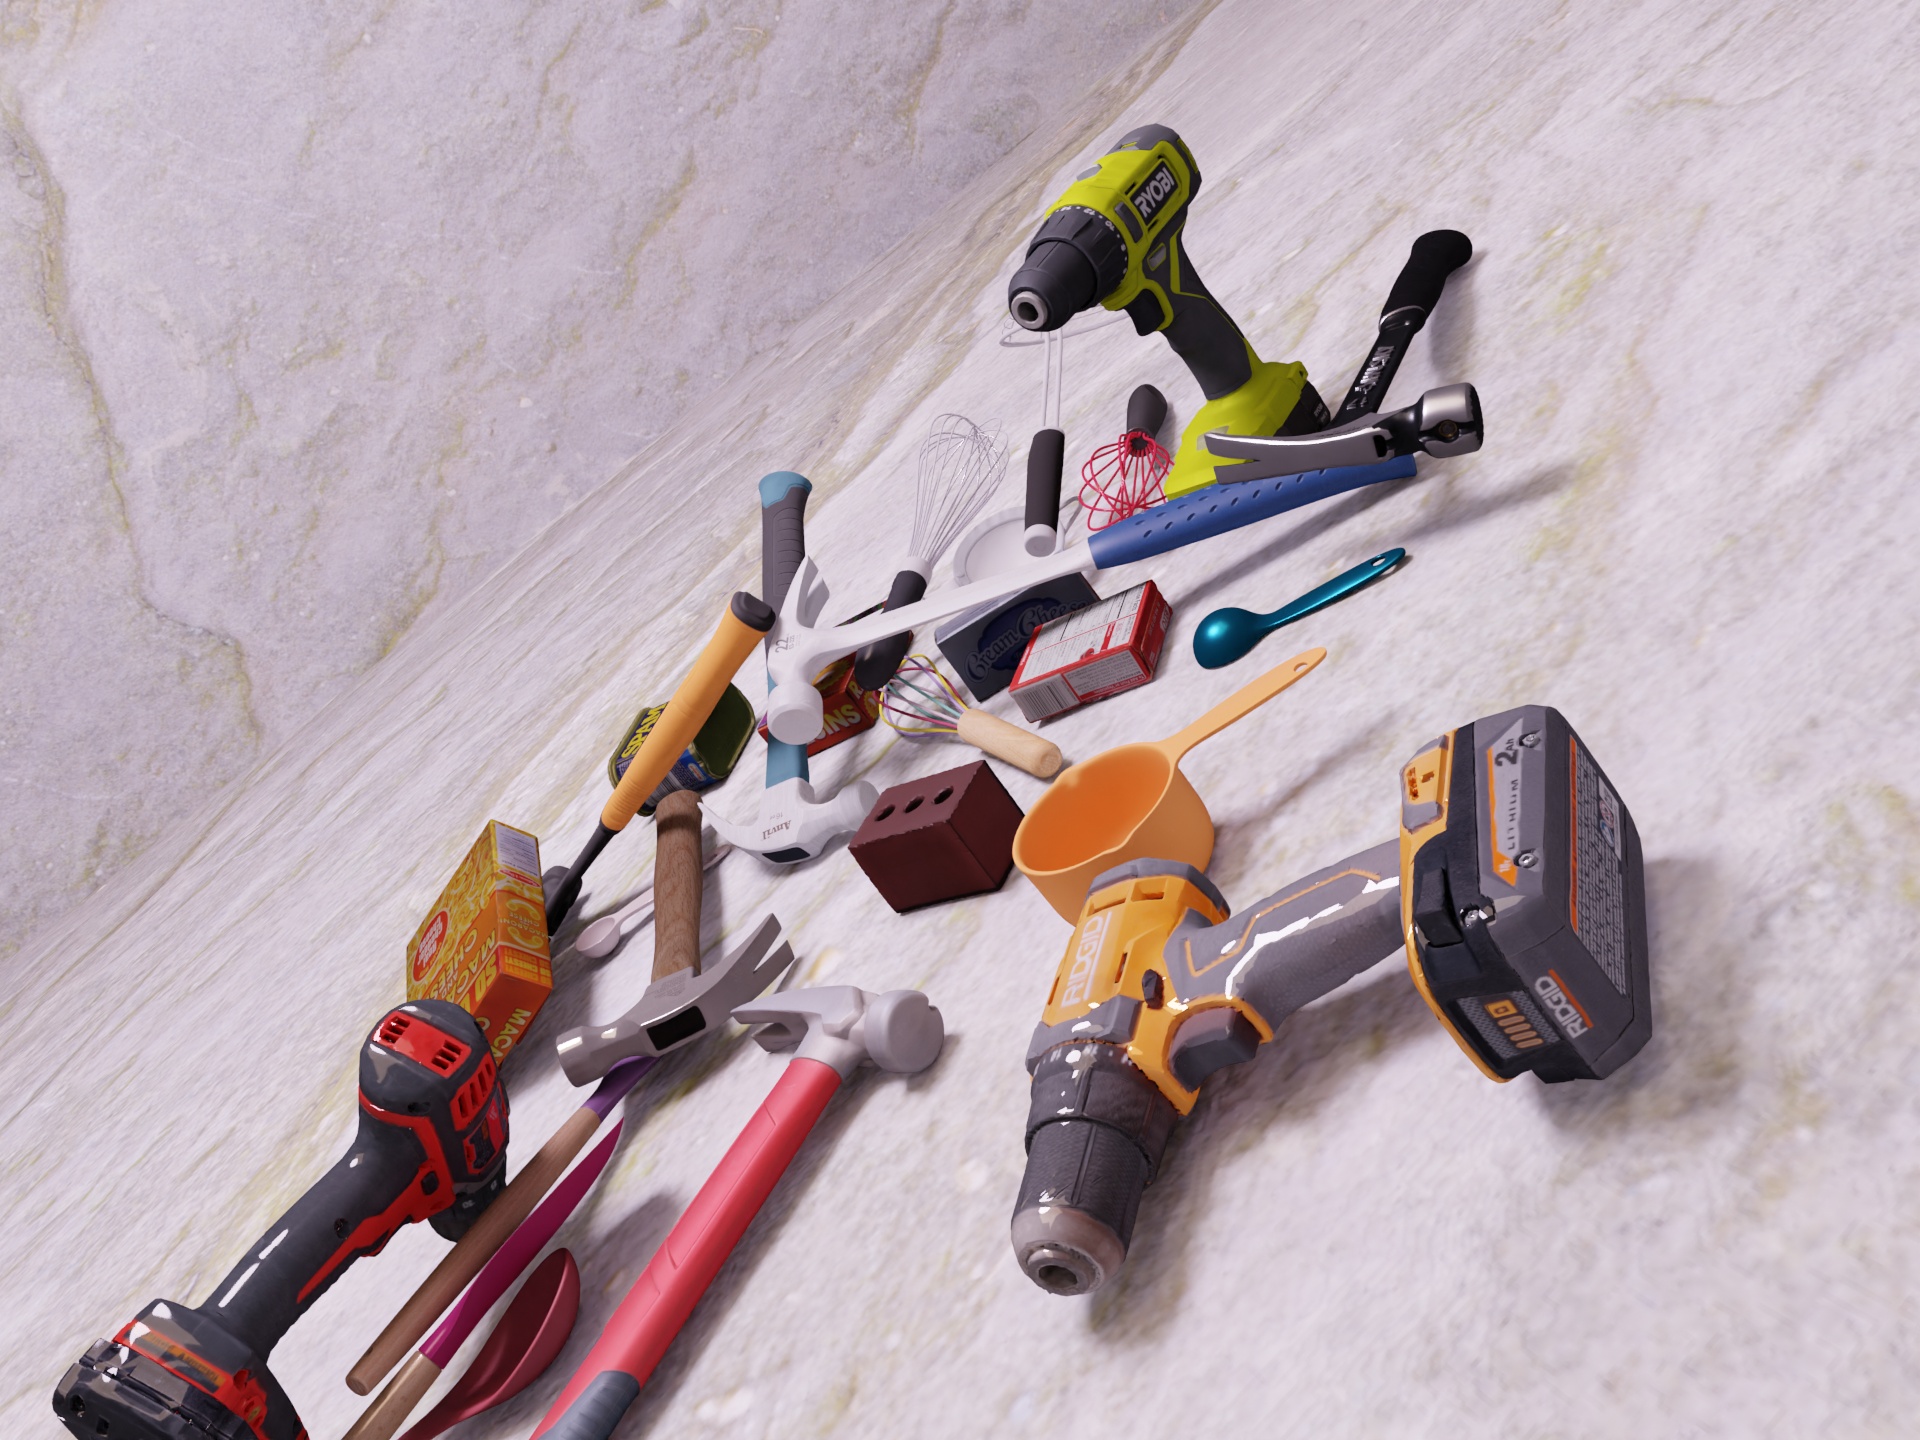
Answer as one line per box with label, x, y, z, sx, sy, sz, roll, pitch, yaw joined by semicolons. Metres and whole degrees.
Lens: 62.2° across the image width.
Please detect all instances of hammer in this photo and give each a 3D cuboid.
hammer;-0.151;0.269;0.680;0.143;0.038;0.386;-14;32;47
hammer;-0.222;0.047;1.074;0.336;0.034;0.127;-52;14;28
hammer;-0.175;0.113;0.999;0.130;0.031;0.331;-22;20;-1
hammer;-0.119;-0.048;1.093;0.128;0.033;0.331;-24;50;23
hammer;0.267;-0.239;0.989;0.149;0.036;0.409;-7;26;28
hammer;0.069;-0.102;0.965;0.405;0.035;0.144;-18;42;12

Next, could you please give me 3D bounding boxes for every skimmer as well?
skimmer;0.081;-0.230;1.203;0.127;0.090;0.364;-12;44;20

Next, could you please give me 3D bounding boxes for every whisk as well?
whisk;-0.024;-0.121;1.103;0.070;0.070;0.285;-20;35;37
whisk;0.129;-0.196;1.158;0.073;0.073;0.296;-28;19;22
whisk;-0.001;-0.005;0.993;0.047;0.051;0.245;-37;24;-14

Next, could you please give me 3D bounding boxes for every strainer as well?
strainer;-0.023;-0.085;1.133;0.258;0.050;0.087;-26;45;-3

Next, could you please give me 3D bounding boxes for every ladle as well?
ladle;-0.287;0.362;0.717;0.315;0.031;0.069;-42;15;-7

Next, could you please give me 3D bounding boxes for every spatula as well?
spatula;-0.209;0.223;0.826;0.060;0.018;0.316;-26;14;31

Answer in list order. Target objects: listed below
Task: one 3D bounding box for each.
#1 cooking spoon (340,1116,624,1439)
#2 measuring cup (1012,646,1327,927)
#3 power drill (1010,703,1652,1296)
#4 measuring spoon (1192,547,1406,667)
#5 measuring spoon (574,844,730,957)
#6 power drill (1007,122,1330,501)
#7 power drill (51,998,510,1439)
cooking spoon;-0.252;0.305;0.703;0.319;0.017;0.068;-51;-1;-28
measuring cup;0.108;0.033;0.739;0.173;0.052;0.095;-35;22;1
power drill;0.116;0.102;0.558;0.226;0.084;0.185;-27;24;35
measuring spoon;0.180;-0.069;0.868;0.128;0.021;0.042;-28;24;25
measuring spoon;-0.207;0.125;1.088;0.124;0.018;0.034;-34;23;-10
power drill;0.129;-0.238;1.004;0.080;0.228;0.191;-13;32;46
power drill;-0.292;0.262;0.751;0.080;0.187;0.227;22;48;13
